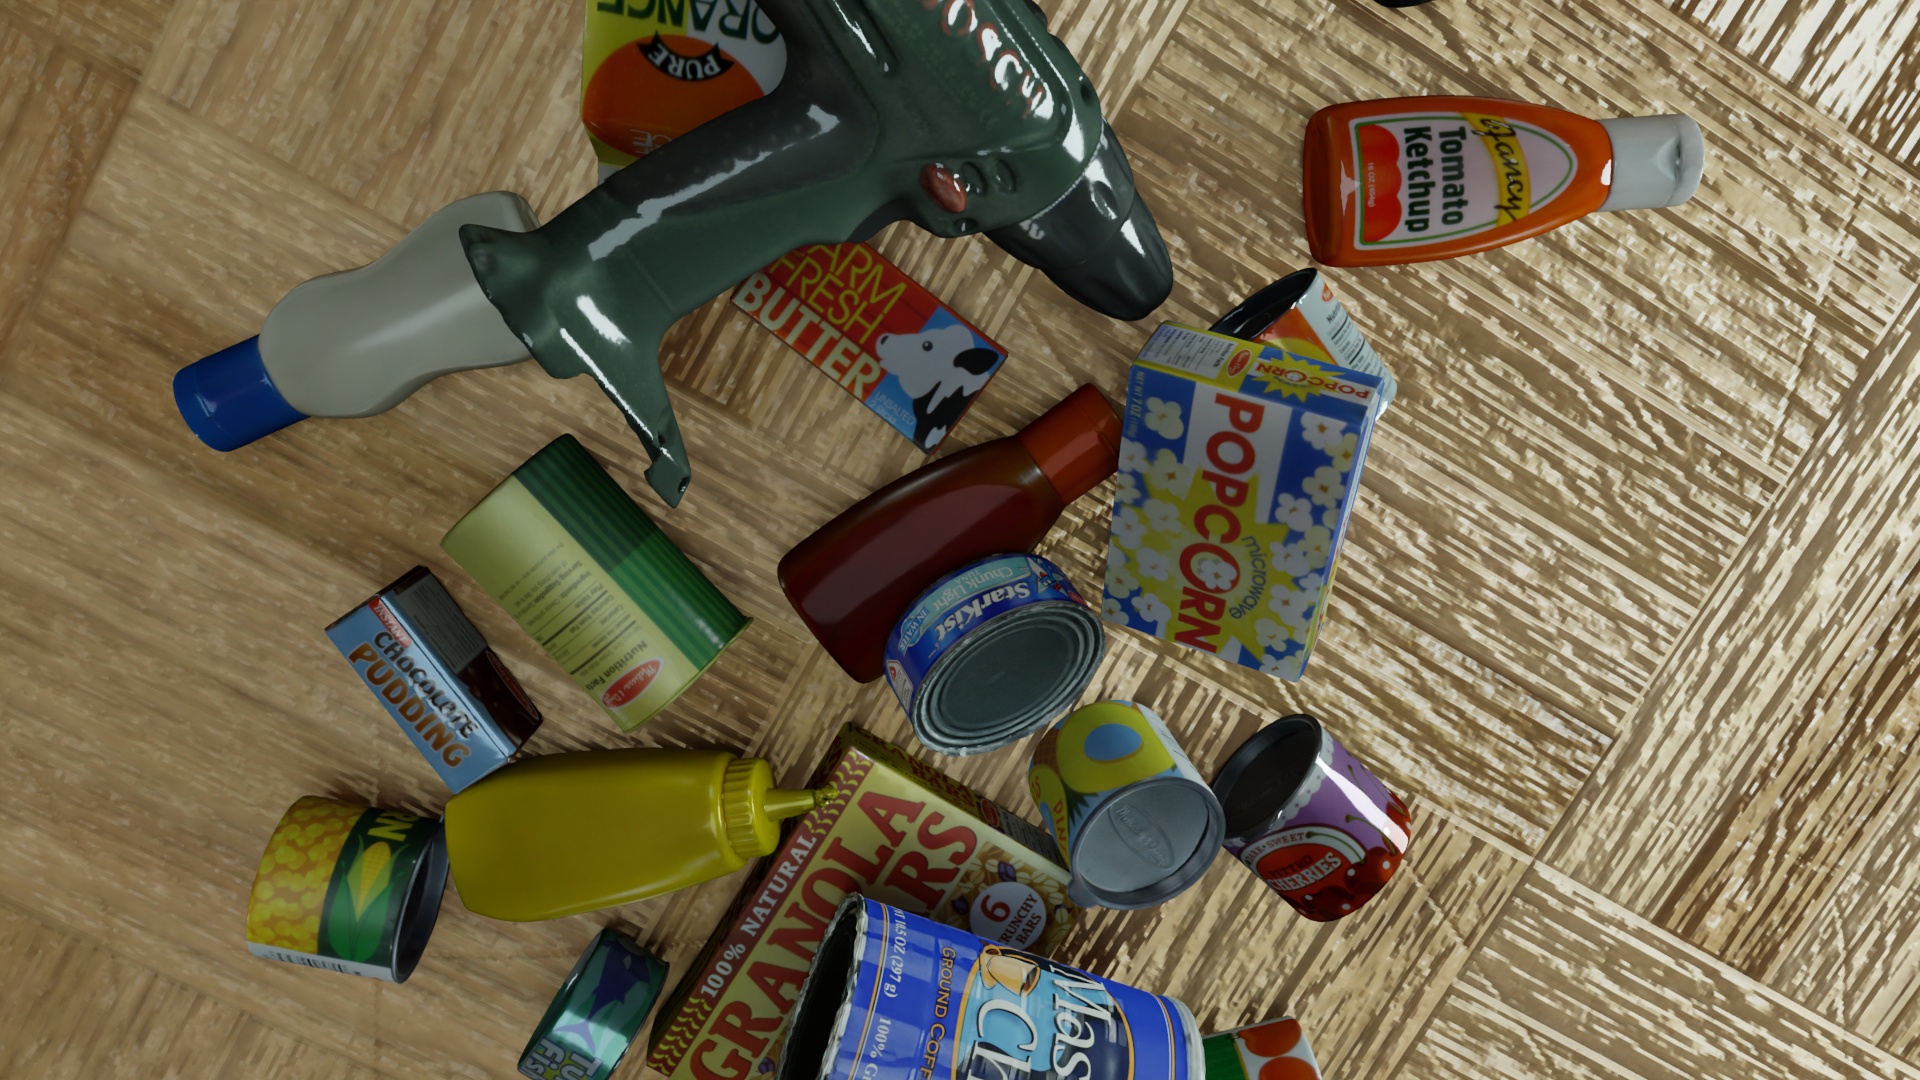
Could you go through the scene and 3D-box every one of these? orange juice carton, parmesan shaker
[{"bbox_3d":[-0.088,-0.206,0.488,0.072,0.073,0.191,9,124,-6],"label":"orange juice carton"},{"bbox_3d":[-0.141,0.015,0.546,0.071,0.071,0.103,-41,100,5],"label":"parmesan shaker"}]

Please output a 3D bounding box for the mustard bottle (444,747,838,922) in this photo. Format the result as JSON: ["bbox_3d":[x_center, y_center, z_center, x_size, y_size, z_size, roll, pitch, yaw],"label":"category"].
[{"bbox_3d":[-0.125,0.115,0.564,0.160,0.049,0.065,-8,94,9],"label":"mustard bottle"}]

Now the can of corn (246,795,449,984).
[{"bbox_3d":[-0.246,0.138,0.564,0.058,0.071,0.071,12,100,-6],"label":"can of corn"}]

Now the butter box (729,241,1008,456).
[{"bbox_3d":[-0.037,-0.085,0.556,0.103,0.024,0.053,37,95,-10],"label":"butter box"}]

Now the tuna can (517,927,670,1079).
[{"bbox_3d":[-0.154,0.200,0.579,0.033,0.071,0.071,33,97,-8],"label":"tuna can"}]

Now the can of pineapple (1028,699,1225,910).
[{"bbox_3d":[0.065,0.109,0.573,0.071,0.058,0.070,-7,119,-14],"label":"can of pineapple"}]

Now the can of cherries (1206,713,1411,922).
[{"bbox_3d":[0.144,0.118,0.582,0.058,0.071,0.071,43,96,-11],"label":"can of cherries"}]

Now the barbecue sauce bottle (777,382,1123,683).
[{"bbox_3d":[0.002,-0.007,0.563,0.148,0.044,0.064,-35,113,3],"label":"barbecue sauce bottle"}]

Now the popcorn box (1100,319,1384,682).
[{"bbox_3d":[0.104,-0.013,0.529,0.085,0.038,0.126,18,132,18],"label":"popcorn box"}]

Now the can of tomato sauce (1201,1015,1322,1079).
[{"bbox_3d":[0.115,0.252,0.606,0.083,0.071,0.071,-13,102,-1],"label":"can of tomato sauce"}]

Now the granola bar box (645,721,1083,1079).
[{"bbox_3d":[-0.039,0.178,0.598,0.124,0.039,0.165,31,97,-10],"label":"granola bar box"}]

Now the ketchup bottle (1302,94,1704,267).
[{"bbox_3d":[0.214,-0.145,0.551,0.149,0.043,0.064,-5,101,-3],"label":"ketchup bottle"}]

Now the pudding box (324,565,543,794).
[{"bbox_3d":[-0.209,0.055,0.558,0.030,0.050,0.083,-34,101,5],"label":"pudding box"}]

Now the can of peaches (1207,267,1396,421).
[{"bbox_3d":[0.127,-0.064,0.551,0.071,0.071,0.058,-39,101,4],"label":"can of peaches"}]

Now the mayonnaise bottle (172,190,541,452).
[{"bbox_3d":[-0.226,-0.080,0.537,0.148,0.041,0.064,-23,100,2],"label":"mayonnaise bottle"}]
